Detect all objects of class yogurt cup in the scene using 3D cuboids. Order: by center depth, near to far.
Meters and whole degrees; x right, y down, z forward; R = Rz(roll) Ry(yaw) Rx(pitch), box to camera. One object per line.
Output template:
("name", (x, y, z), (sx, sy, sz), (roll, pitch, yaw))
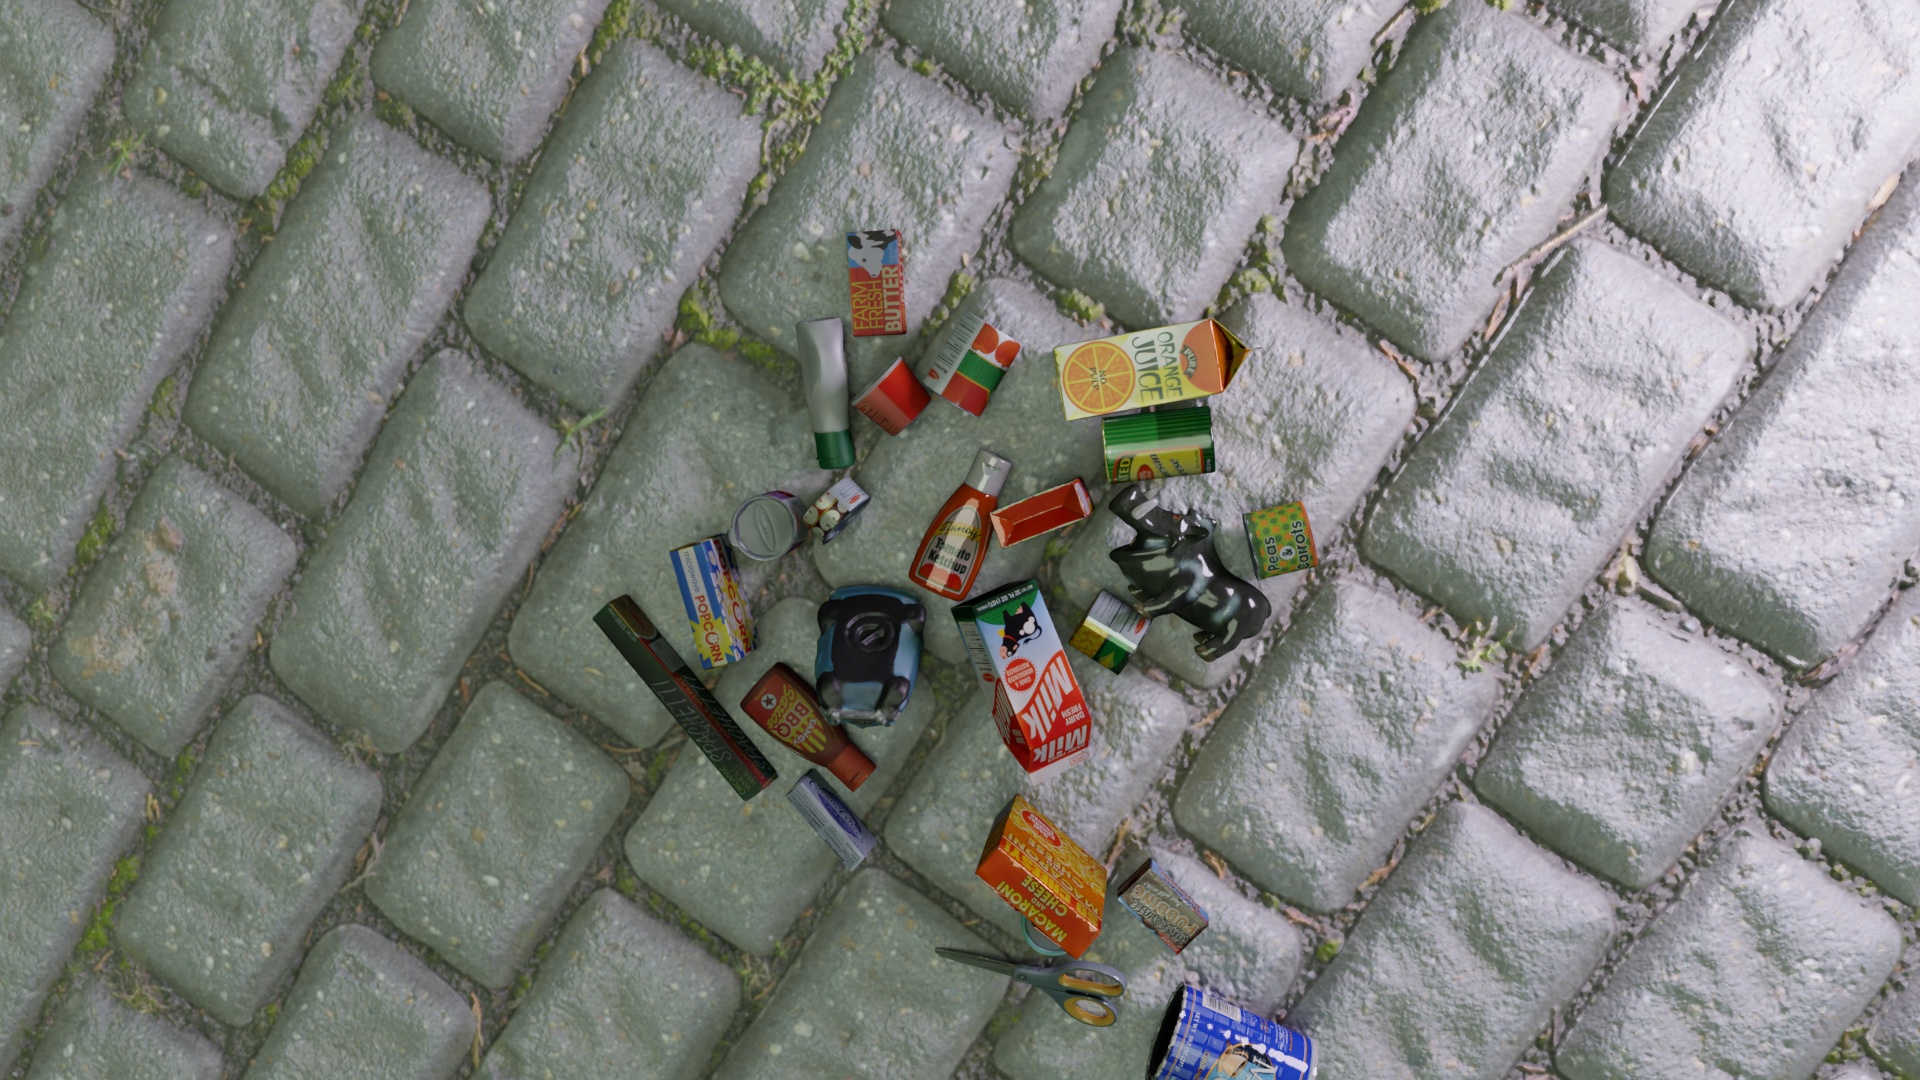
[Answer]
("yogurt cup", (-0.066, -0.140, 1.366), (0.072, 0.072, 0.054), (-42, 101, 10))

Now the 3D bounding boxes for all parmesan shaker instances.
("parmesan shaker", (0.190, -0.093, 1.331), (0.103, 0.071, 0.071), (-6, 95, 9))

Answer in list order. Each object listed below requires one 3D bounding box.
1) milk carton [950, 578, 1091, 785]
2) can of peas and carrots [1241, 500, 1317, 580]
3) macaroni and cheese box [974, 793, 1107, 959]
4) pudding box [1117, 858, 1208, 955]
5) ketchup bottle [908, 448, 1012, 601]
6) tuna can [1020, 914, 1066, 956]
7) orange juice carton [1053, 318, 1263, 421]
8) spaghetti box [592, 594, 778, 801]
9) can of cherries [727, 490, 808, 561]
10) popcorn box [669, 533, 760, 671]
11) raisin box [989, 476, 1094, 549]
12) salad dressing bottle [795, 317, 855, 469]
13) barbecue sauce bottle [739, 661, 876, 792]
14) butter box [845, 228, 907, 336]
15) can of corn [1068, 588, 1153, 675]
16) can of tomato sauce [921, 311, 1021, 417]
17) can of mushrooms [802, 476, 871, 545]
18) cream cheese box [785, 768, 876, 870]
("milk carton", (0.066, 0.139, 1.360), (0.072, 0.073, 0.190), (-22, 92, -19))
("can of peas and carrots", (0.305, 0.001, 1.325), (0.059, 0.071, 0.071), (-13, 94, 9))
("macaroni and cheese box", (0.081, 0.321, 1.339), (0.124, 0.167, 0.040), (40, 100, 2))
("pudding box", (0.203, 0.368, 1.396), (0.084, 0.030, 0.049), (45, 101, 2))
("ketchup bottle", (0.005, -0.017, 1.379), (0.065, 0.043, 0.148), (25, 98, 1))
("tuna can", (0.096, 0.388, 1.411), (0.071, 0.033, 0.071), (1, 95, 8))
("orange juice carton", (0.190, -0.166, 1.324), (0.193, 0.072, 0.073), (-10, 95, 9))
("spaghetti box", (-0.283, 0.162, 1.433), (0.028, 0.050, 0.250), (-40, 89, 12))
("can of cherries", (-0.193, -0.016, 1.399), (0.071, 0.058, 0.071), (1, 97, 8))
("popcorn box", (-0.247, 0.060, 1.400), (0.038, 0.085, 0.126), (-15, 93, 9))
("raisin box", (0.080, -0.028, 1.327), (0.086, 0.123, 0.040), (-22, 91, 10))
("salad dressing bottle", (-0.132, -0.146, 1.379), (0.044, 0.064, 0.147), (-11, 104, -20))
("barbecue sauce bottle", (-0.152, 0.195, 1.422), (0.148, 0.044, 0.065), (42, 99, 2))
("butter box", (-0.083, -0.254, 1.378), (0.053, 0.024, 0.103), (-3, 95, 9))
("can of corn", (0.146, 0.090, 1.360), (0.058, 0.071, 0.071), (32, 99, 4))
("can of tomato sauce", (0.013, -0.171, 1.352), (0.071, 0.071, 0.083), (32, 98, 4))
("can of mushrooms", (-0.125, -0.029, 1.385), (0.033, 0.071, 0.071), (45, 100, 2))
("cream cheese box", (-0.132, 0.285, 1.423), (0.024, 0.053, 0.104), (-42, 89, 12))
